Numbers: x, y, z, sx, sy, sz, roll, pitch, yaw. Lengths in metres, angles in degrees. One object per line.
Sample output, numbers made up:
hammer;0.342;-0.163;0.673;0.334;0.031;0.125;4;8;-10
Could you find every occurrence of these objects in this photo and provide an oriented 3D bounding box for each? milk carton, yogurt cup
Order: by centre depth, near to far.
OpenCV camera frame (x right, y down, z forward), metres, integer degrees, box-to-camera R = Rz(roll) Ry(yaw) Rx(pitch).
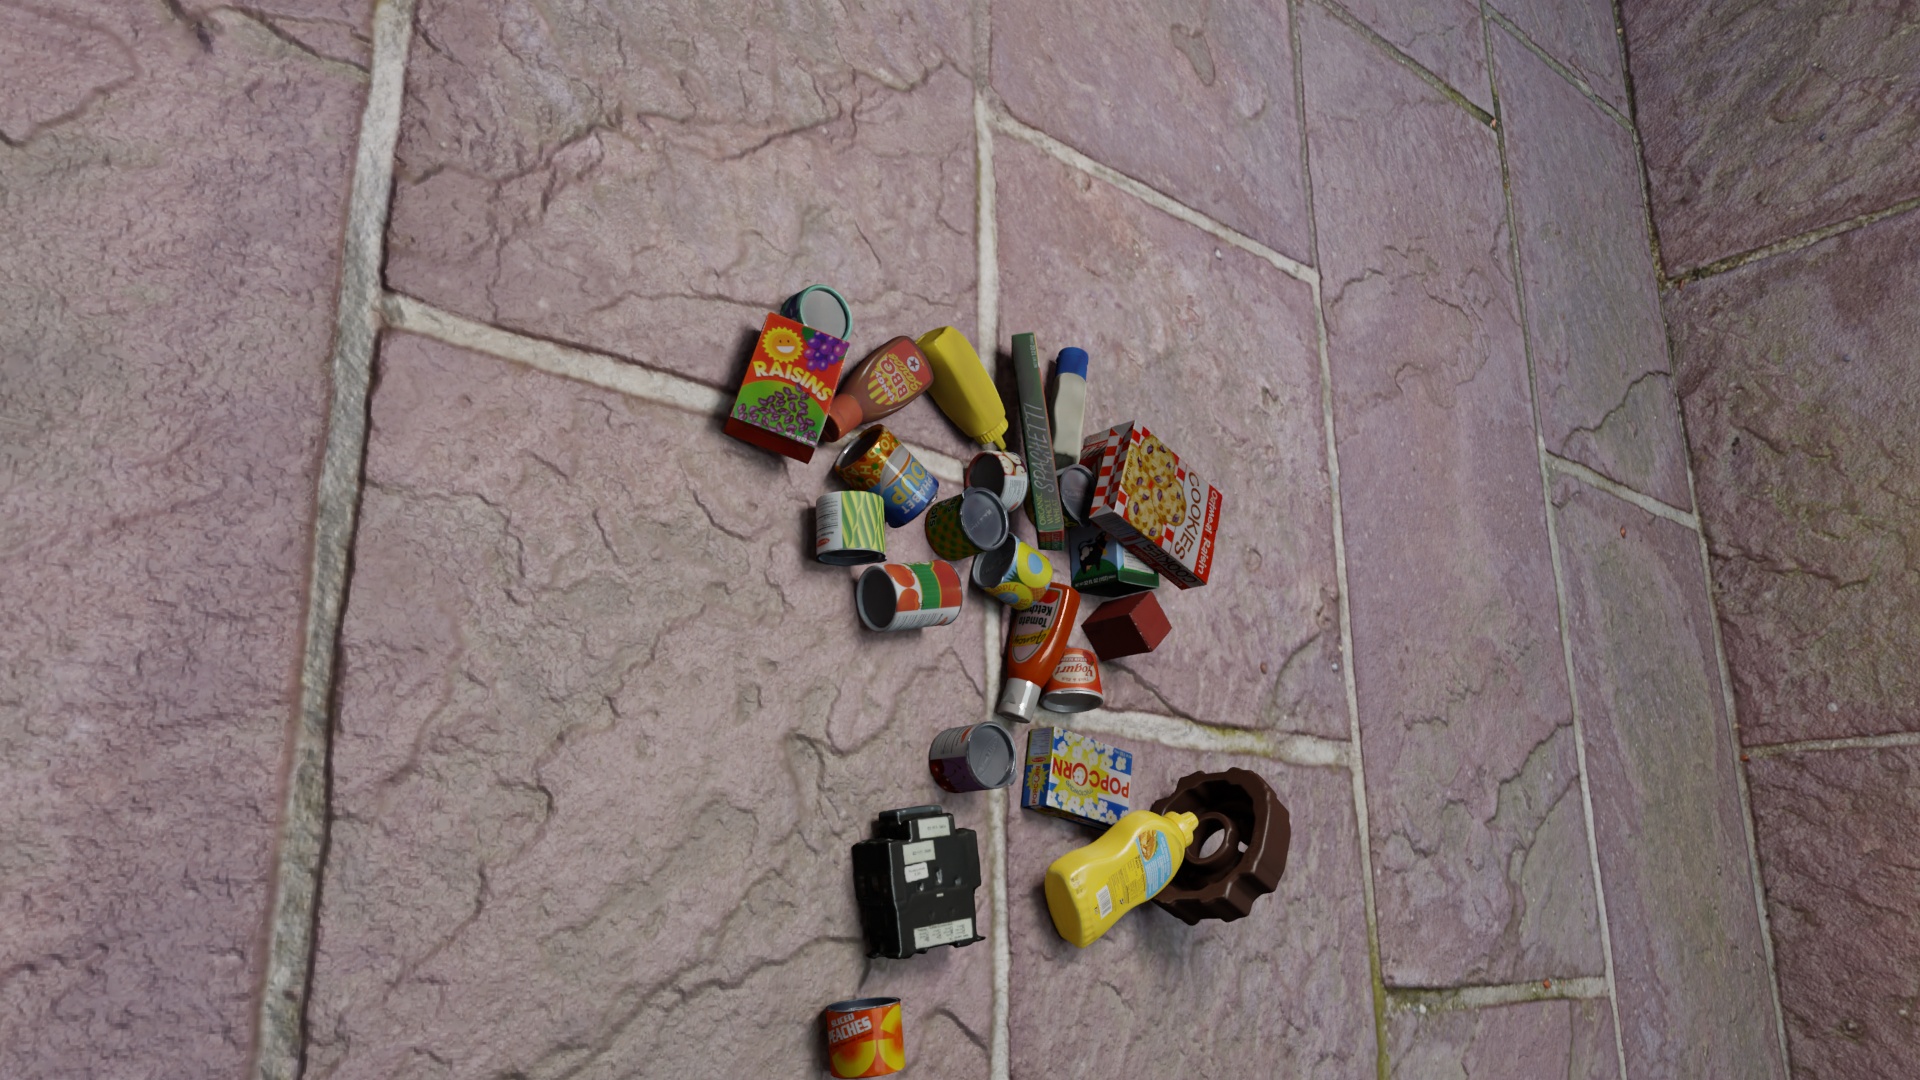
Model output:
yogurt cup;0.119;0.149;1.486;0.072;0.072;0.054;22;56;-37
milk carton;0.172;-0.036;1.583;0.073;0.072;0.191;11;71;-41

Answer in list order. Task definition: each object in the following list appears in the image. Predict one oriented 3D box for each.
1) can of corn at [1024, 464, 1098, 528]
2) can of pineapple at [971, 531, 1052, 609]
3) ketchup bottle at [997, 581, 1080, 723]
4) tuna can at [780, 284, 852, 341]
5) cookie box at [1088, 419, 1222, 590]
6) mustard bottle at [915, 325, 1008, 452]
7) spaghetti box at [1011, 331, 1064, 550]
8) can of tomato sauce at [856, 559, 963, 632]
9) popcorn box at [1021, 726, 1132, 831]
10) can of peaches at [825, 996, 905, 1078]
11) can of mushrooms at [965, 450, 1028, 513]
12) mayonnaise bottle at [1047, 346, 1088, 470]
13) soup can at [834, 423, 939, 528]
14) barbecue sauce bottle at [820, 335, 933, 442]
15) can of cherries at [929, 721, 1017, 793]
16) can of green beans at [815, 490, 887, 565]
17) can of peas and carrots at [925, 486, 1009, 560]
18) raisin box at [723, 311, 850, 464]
can of corn;0.114;-0.043;1.540;0.071;0.058;0.071;14;69;-40
can of pineapple;0.054;0.034;1.457;0.058;0.071;0.071;33;58;-32
ketchup bottle;0.078;0.117;1.461;0.043;0.064;0.149;39;62;-44
tuna can;-0.141;-0.220;1.375;0.071;0.032;0.071;13;70;-40
cookie box;0.223;-0.038;1.550;0.167;0.040;0.123;36;56;-32
mustard bottle;0.009;-0.152;1.476;0.049;0.065;0.160;-51;118;-33
spaghetti box;0.083;-0.109;1.502;0.029;0.050;0.251;-6;64;0
can of tomato sauce;-0.051;0.052;1.356;0.083;0.071;0.071;-3;80;-43
popcorn box;0.126;0.255;1.477;0.126;0.038;0.085;24;64;-36
can of peaches;-0.084;0.434;1.211;0.071;0.071;0.058;4;76;-42
can of mushrooms;0.036;-0.063;1.472;0.033;0.071;0.071;2;77;-42
mayonnaise bottle;0.121;-0.150;1.577;0.041;0.064;0.149;12;63;-5
soup can;-0.071;-0.064;1.367;0.083;0.071;0.072;46;51;-23
barbecue sauce bottle;-0.090;-0.148;1.394;0.149;0.043;0.064;-43;107;-41
can of cherries;0.014;0.217;1.371;0.071;0.058;0.071;15;67;-40
can of green beans;-0.105;-0.011;1.324;0.071;0.071;0.058;10;71;-41
can of peas and carrots;0.005;-0.018;1.432;0.071;0.058;0.071;14;68;-39
raisin box;-0.162;-0.144;1.310;0.086;0.040;0.124;20;63;-9
